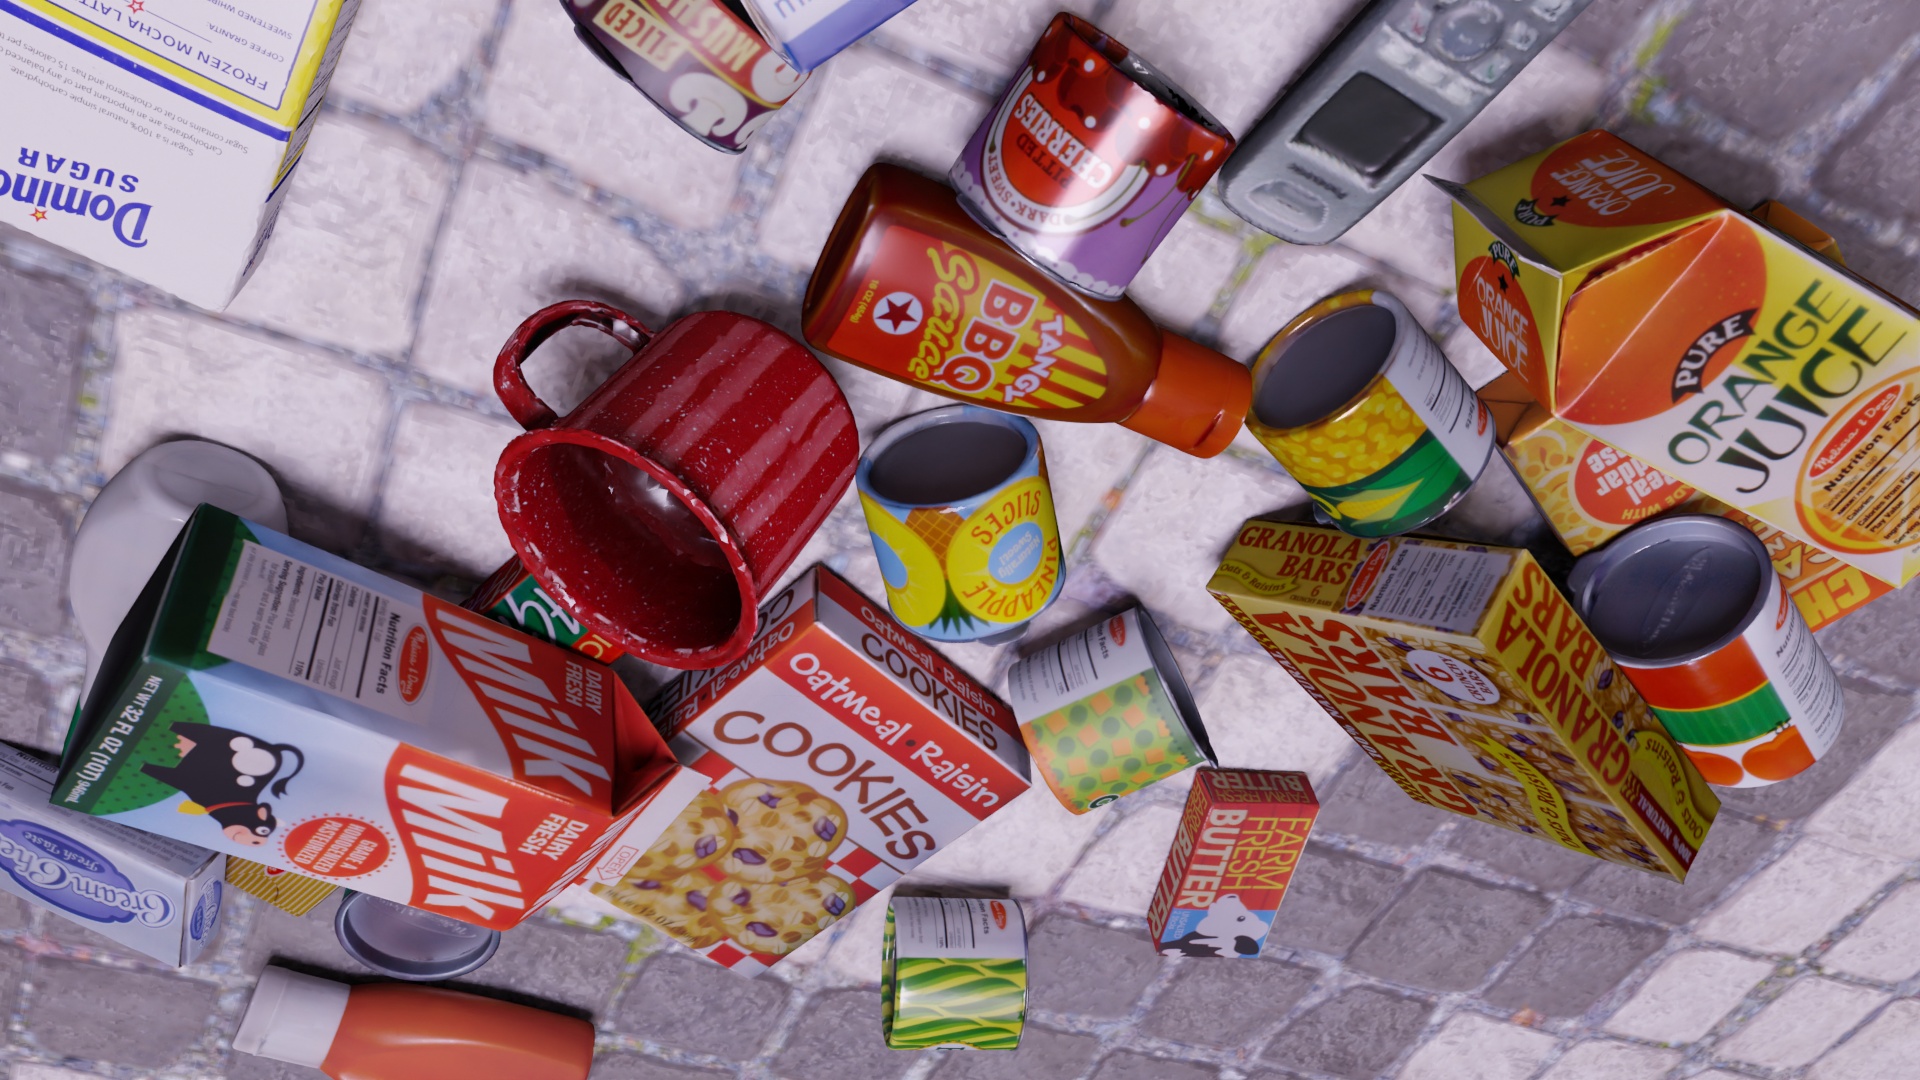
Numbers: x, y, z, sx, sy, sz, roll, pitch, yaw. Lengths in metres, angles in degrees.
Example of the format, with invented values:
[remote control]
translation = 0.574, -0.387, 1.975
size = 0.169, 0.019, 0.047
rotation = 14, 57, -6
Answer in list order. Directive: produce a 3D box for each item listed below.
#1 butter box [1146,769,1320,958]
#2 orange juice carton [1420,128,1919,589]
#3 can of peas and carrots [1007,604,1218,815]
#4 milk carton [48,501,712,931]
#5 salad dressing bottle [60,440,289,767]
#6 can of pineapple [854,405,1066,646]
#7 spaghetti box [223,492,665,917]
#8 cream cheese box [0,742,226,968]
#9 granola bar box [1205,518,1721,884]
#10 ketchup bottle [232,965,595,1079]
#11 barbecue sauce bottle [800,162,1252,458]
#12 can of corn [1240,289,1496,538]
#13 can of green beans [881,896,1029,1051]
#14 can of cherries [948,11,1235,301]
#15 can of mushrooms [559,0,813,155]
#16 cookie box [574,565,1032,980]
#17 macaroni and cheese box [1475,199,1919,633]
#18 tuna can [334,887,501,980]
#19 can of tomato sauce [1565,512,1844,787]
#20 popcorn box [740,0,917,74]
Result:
[butter box]
translation = 0.123, 0.149, 0.635
size = 0.053, 0.024, 0.103
rotation = 3, 124, -10
[orange juice carton]
translation = 0.230, -0.062, 0.426
size = 0.193, 0.072, 0.072
rotation = 21, 119, -18
[can of peas and carrots]
translation = 0.059, 0.069, 0.545
size = 0.058, 0.071, 0.070
rotation = -26, 124, 12
[milk carton]
translation = -0.183, 0.071, 0.471
size = 0.190, 0.074, 0.072
rotation = 28, 118, -31
[salad dressing bottle]
translation = -0.285, 0.033, 0.493
size = 0.064, 0.044, 0.147
rotation = 20, 121, -25
[can of pineapple]
translation = 0.002, -0.006, 0.485
size = 0.071, 0.071, 0.057
rotation = -12, 125, 1
[spaghetti box]
translation = -0.195, 0.063, 0.533
size = 0.249, 0.029, 0.050
rotation = -38, 121, 18
[cream cheese box]
translation = -0.339, 0.122, 0.539
size = 0.104, 0.024, 0.053
rotation = 24, 121, 1
[granola bar box]
translation = 0.189, 0.057, 0.524
size = 0.165, 0.124, 0.039
rotation = 42, 73, -29
[ketchup bottle]
translation = -0.248, 0.231, 0.633
size = 0.149, 0.044, 0.064
rotation = 23, 118, -21
[barbecue sauce bottle]
translation = 0.026, -0.068, 0.461
size = 0.148, 0.044, 0.064
rotation = 19, 128, -20
[can of corn]
translation = 0.137, -0.043, 0.480
size = 0.071, 0.071, 0.058
rotation = -39, 120, 19
[can of green beans]
translation = -0.004, 0.195, 0.625
size = 0.058, 0.071, 0.071
rotation = 3, 124, -9
[can of cherries]
translation = 0.038, -0.114, 0.414
size = 0.071, 0.072, 0.058
rotation = 27, 117, -23
[can of mushrooms]
translation = -0.075, -0.141, 0.381
size = 0.033, 0.071, 0.071
rotation = -42, 119, 18
[cookie box]
translation = -0.073, 0.100, 0.568
size = 0.167, 0.040, 0.122
rotation = -38, 121, 19
[macaroni and cheese box]
translation = 0.288, -0.026, 0.526
size = 0.123, 0.040, 0.166
rotation = -35, 121, 17
[tuna can]
translation = -0.225, 0.151, 0.587
size = 0.071, 0.033, 0.070
rotation = -3, 125, -5
[can of tomato sauce]
translation = 0.270, 0.041, 0.505
size = 0.071, 0.071, 0.083
rotation = -36, 121, 17
[popcorn box]
translation = -0.002, -0.180, 0.355
size = 0.126, 0.085, 0.038
rotation = -29, 124, 12
